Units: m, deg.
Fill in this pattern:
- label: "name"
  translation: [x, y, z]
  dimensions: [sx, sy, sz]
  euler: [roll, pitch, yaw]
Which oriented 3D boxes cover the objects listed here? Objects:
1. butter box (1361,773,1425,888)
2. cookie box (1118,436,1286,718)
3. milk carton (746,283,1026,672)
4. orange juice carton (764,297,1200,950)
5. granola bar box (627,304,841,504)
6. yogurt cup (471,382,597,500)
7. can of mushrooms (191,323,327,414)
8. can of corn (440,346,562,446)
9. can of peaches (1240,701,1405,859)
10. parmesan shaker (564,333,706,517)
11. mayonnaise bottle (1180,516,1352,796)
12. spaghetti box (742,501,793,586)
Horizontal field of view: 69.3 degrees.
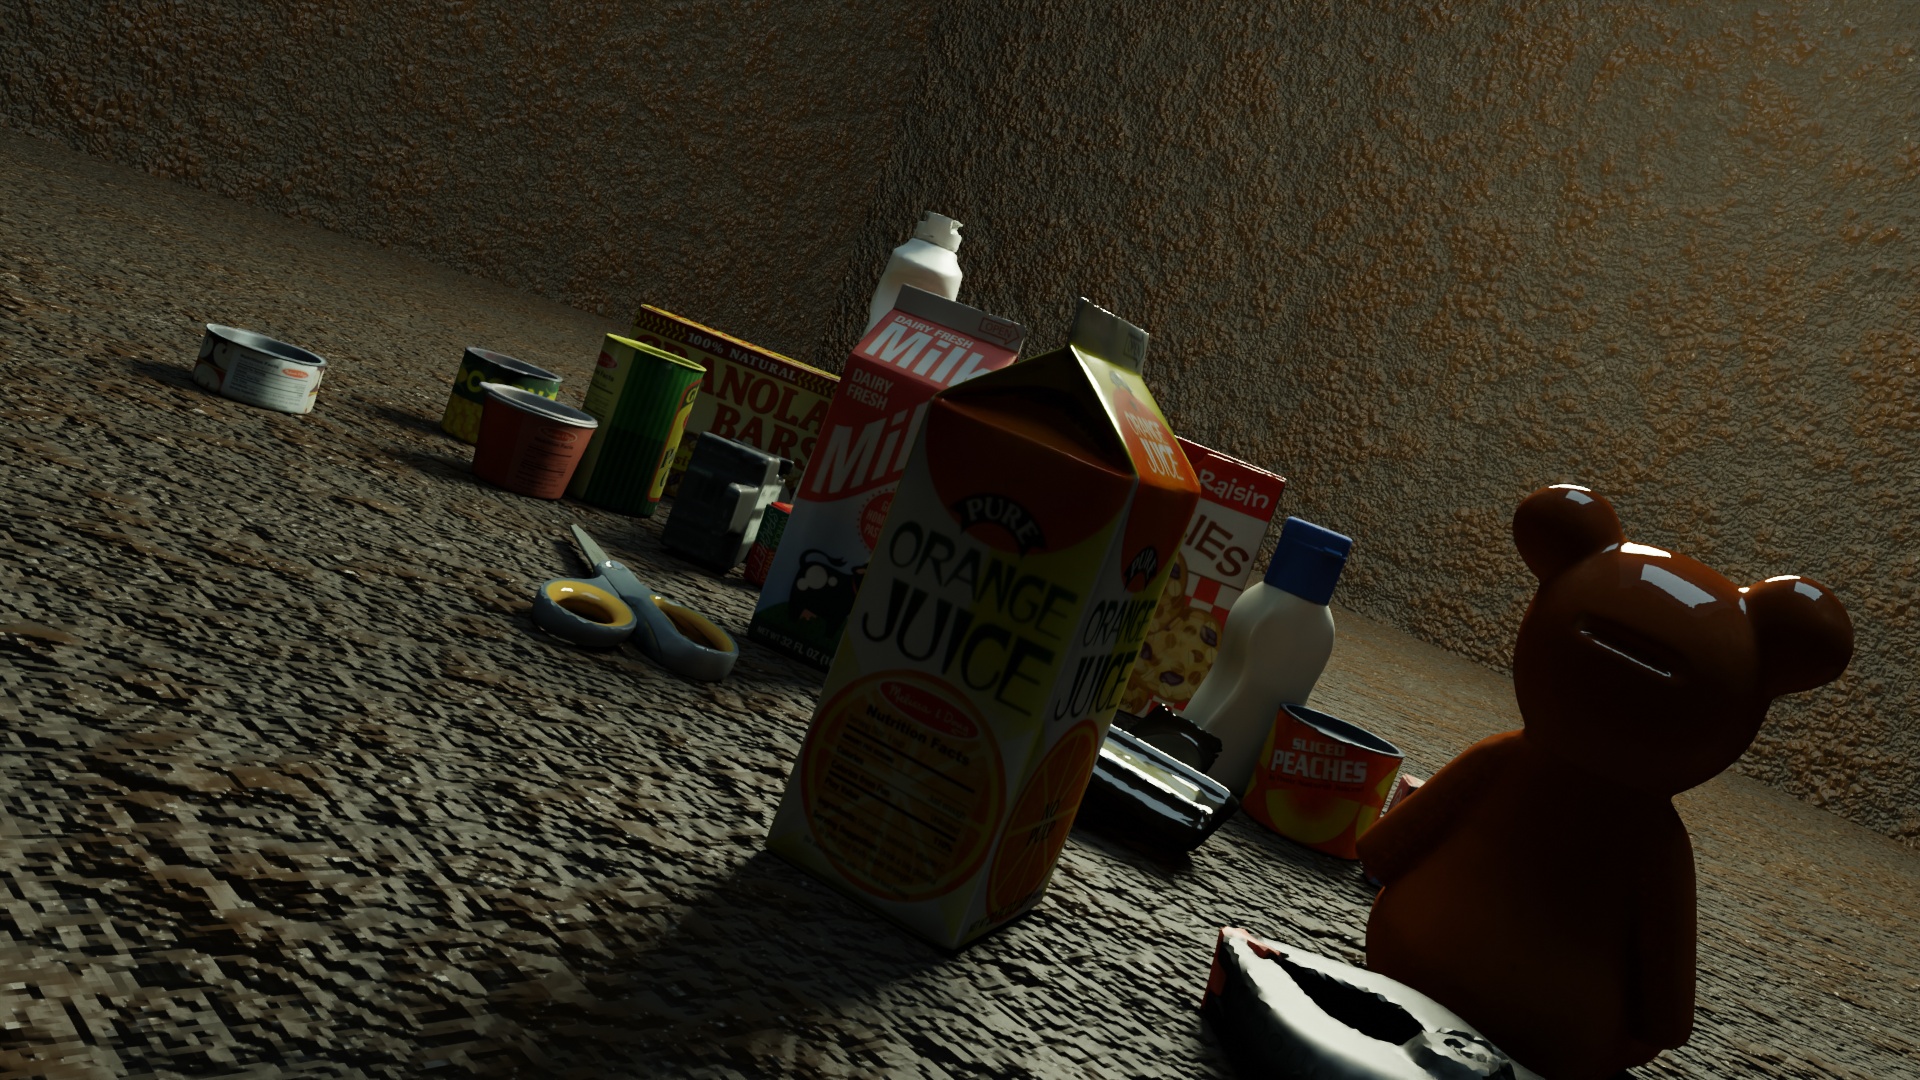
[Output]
- label: "butter box"
  translation: [0.249, 0.155, 0.656]
  dimensions: [0.103, 0.053, 0.024]
  euler: [21, 6, 4]
- label: "cookie box"
  translation: [0.109, 0.018, 0.846]
  dimensions: [0.123, 0.167, 0.040]
  euler: [20, 6, -1]
- label: "milk carton"
  translation: [-0.032, -0.028, 0.696]
  dimensions: [0.072, 0.190, 0.073]
  euler: [22, 6, 14]
- label: "orange juice carton"
  translation: [0.015, 0.020, 0.437]
  dimensions: [0.073, 0.192, 0.072]
  euler: [23, 7, 24]
- label: "granola bar box"
  translation: [-0.174, -0.085, 1.013]
  dimensions: [0.166, 0.124, 0.039]
  euler: [21, 6, 1]
- label: "yogurt cup"
  translation: [-0.261, -0.058, 0.841]
  dimensions: [0.072, 0.054, 0.072]
  euler: [20, 6, -2]
- label: "can of mushrooms"
  translation: [-0.412, -0.101, 0.817]
  dimensions: [0.071, 0.033, 0.071]
  euler: [20, 7, -2]
- label: "can of corn"
  translation: [-0.313, -0.093, 0.946]
  dimensions: [0.071, 0.058, 0.071]
  euler: [20, 6, -2]
- label: "can of peaches"
  translation: [0.182, 0.121, 0.703]
  dimensions: [0.071, 0.058, 0.071]
  euler: [20, 6, -2]
- label: "parmesan shaker"
  translation: [-0.213, -0.074, 0.896]
  dimensions: [0.071, 0.103, 0.071]
  euler: [20, 6, -2]
- label: "mayonnaise bottle"
  translation: [0.165, 0.062, 0.742]
  dimensions: [0.065, 0.148, 0.041]
  euler: [18, 6, -21]
- label: "spaghetti box"
  translation: [-0.042, 0.017, 0.906]
  dimensions: [0.029, 0.050, 0.250]
  euler: [25, 8, 34]
